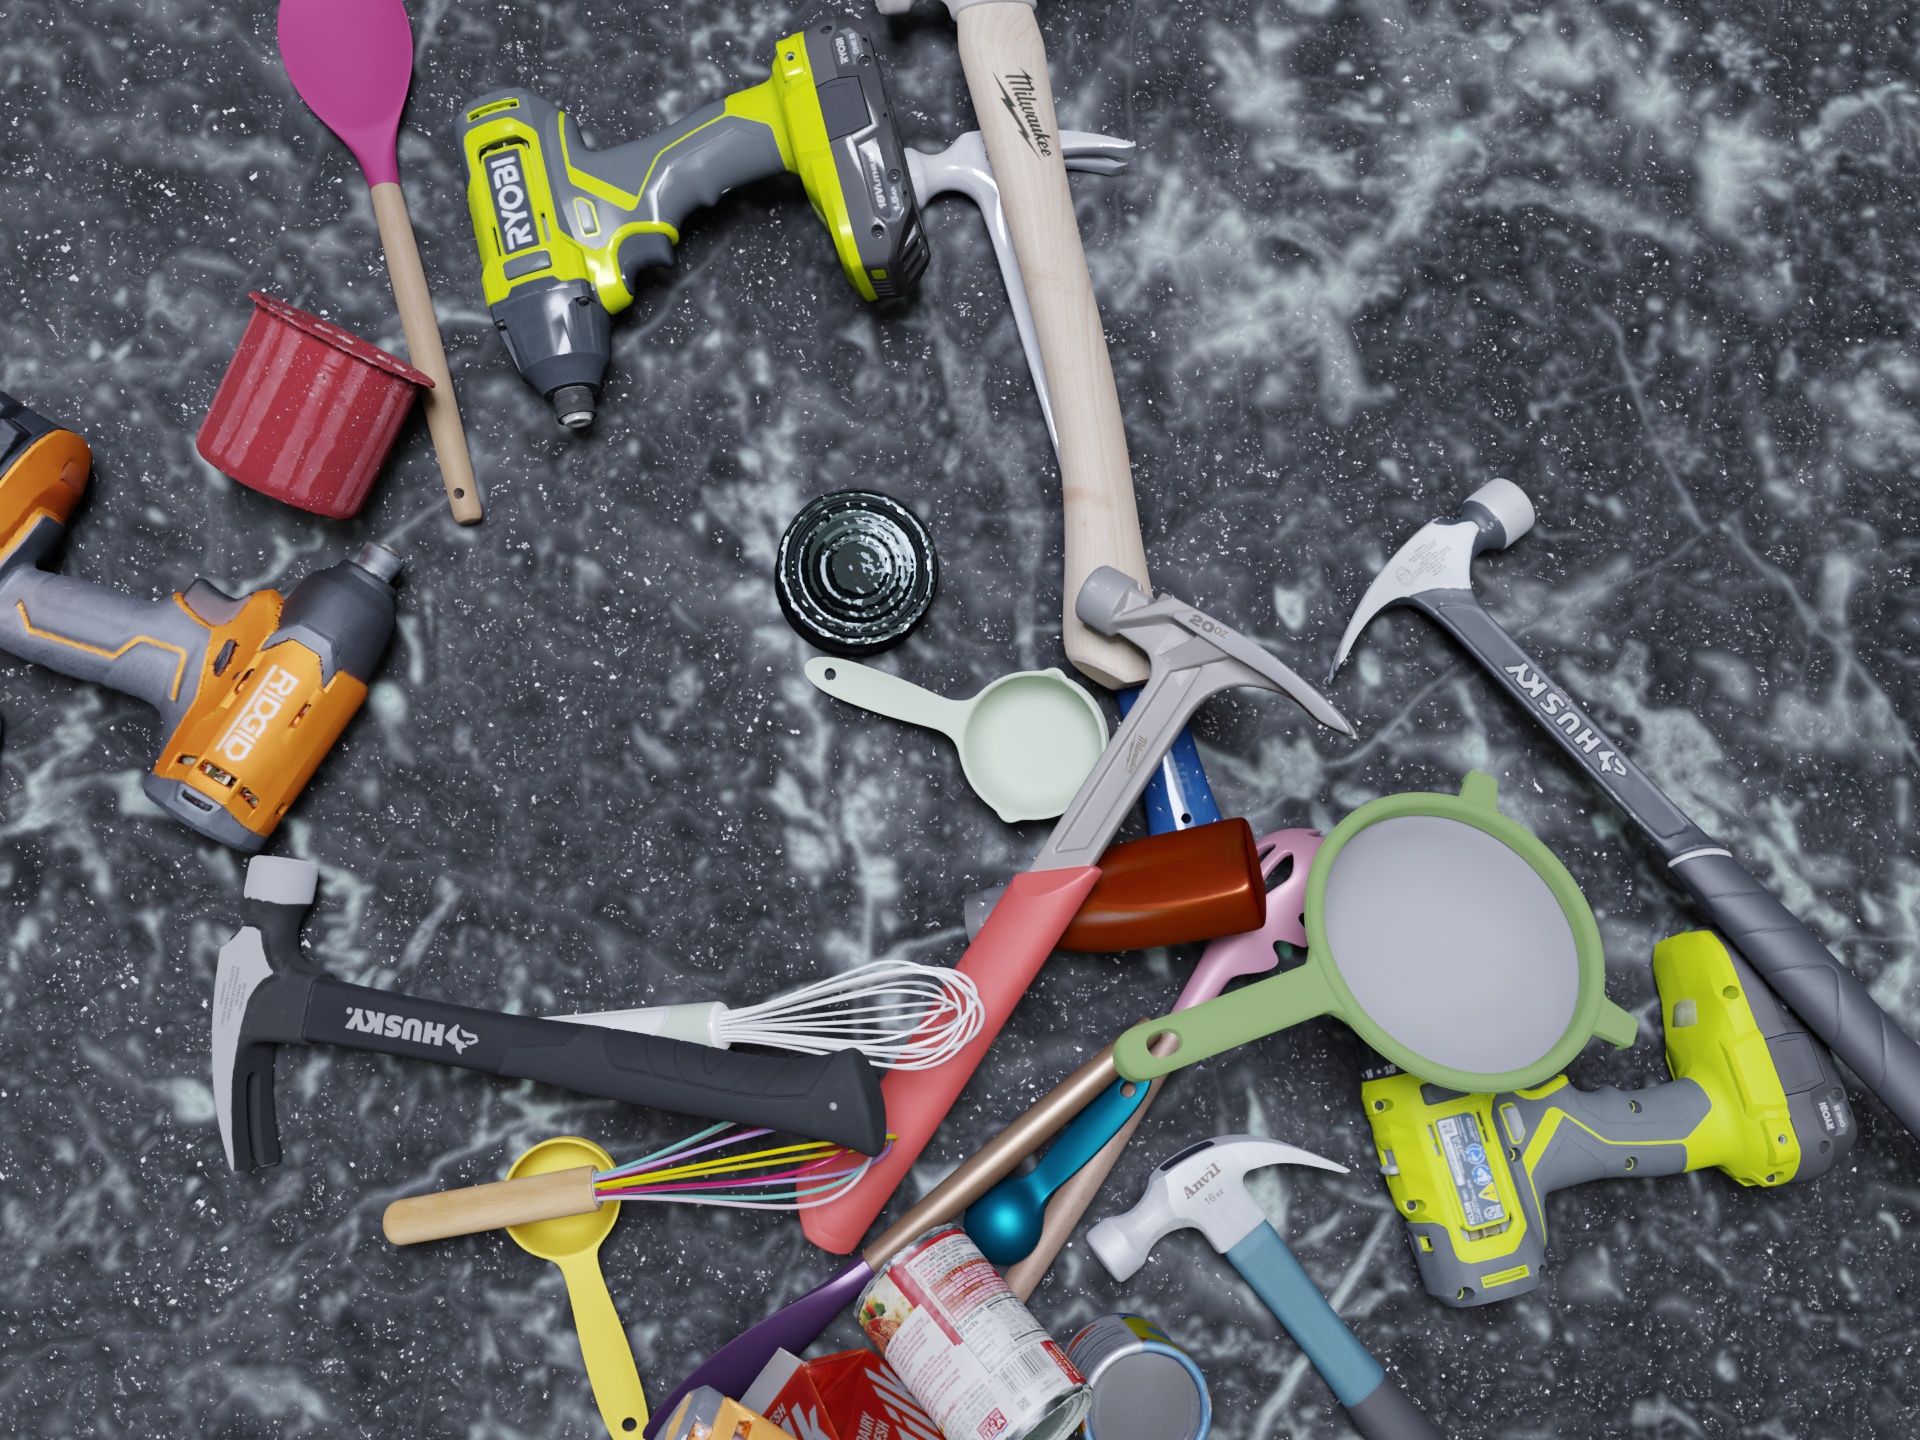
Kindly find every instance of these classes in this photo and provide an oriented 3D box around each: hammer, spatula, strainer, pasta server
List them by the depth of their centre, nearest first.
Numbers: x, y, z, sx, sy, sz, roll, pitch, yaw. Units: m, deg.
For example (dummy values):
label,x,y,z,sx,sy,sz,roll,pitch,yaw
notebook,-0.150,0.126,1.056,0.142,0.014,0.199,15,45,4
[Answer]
label,x,y,z,sx,sy,sz,roll,pitch,yaw
hammer,-0.195,0.159,0.737,0.335,0.035,0.146,7,84,13
strainer,0.182,0.129,0.761,0.256,0.069,0.152,-16,66,-19
hammer,0.035,0.110,0.767,0.149,0.036,0.359,35,97,25
spatula,-0.025,0.250,0.783,0.316,0.059,0.018,-38,51,-7
hammer,0.214,0.354,0.816,0.128,0.033,0.331,-38,89,-9
hammer,0.362,0.059,0.817,0.149,0.036,0.409,-36,72,-10
pasta server,0.100,0.186,0.818,0.040,0.060,0.316,36,86,-41
hammer,0.061,-0.221,0.832,0.146,0.038,0.411,-10,85,-9
hammer,0.073,-0.129,0.858,0.144,0.035,0.405,-15,85,-9

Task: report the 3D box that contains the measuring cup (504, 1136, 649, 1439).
label,x,y,z,sx,sy,sz,roll,pitch,yaw
measuring cup,-0.180,0.280,0.779,0.062,0.029,0.156,-17,88,-9

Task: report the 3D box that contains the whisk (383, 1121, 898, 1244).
label,x,y,z,sx,sy,sz,roll,pitch,yaw
whisk,-0.150,0.213,0.745,0.245,0.047,0.051,-10,99,1

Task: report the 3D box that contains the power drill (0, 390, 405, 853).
label,x,y,z,sx,sy,sz,roll,pitch,yaw
power drill,-0.393,-0.061,0.769,0.226,0.084,0.164,33,79,-6

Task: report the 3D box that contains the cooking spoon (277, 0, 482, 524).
label,x,y,z,sx,sy,sz,roll,pitch,yaw
cooking spoon,-0.296,-0.255,0.836,0.068,0.017,0.319,-15,84,-5

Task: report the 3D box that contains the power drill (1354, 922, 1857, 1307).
label,x,y,z,sx,sy,sz,roll,pitch,yaw
power drill,0.320,0.181,0.830,0.228,0.080,0.191,-13,76,-6

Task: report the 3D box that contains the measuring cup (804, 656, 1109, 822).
label,x,y,z,sx,sy,sz,roll,pitch,yaw
measuring cup,-0.001,-0.003,0.836,0.167,0.038,0.083,19,97,13

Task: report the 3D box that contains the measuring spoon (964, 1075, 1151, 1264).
label,x,y,z,sx,sy,sz,roll,pitch,yaw
measuring spoon,0.048,0.219,0.797,0.128,0.021,0.042,-48,57,4

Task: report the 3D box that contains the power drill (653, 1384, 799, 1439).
label,x,y,z,sx,sy,sz,roll,pitch,yaw
power drill,-0.094,0.419,0.699,0.185,0.084,0.226,33,108,-2

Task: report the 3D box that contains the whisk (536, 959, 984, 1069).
label,x,y,z,sx,sy,sz,roll,pitch,yaw
whisk,-0.108,0.146,0.761,0.246,0.058,0.059,-7,128,14

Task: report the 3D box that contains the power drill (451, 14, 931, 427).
label,x,y,z,sx,sy,sz,roll,pitch,yaw
power drill,-0.136,-0.255,0.814,0.223,0.080,0.171,-15,84,6
